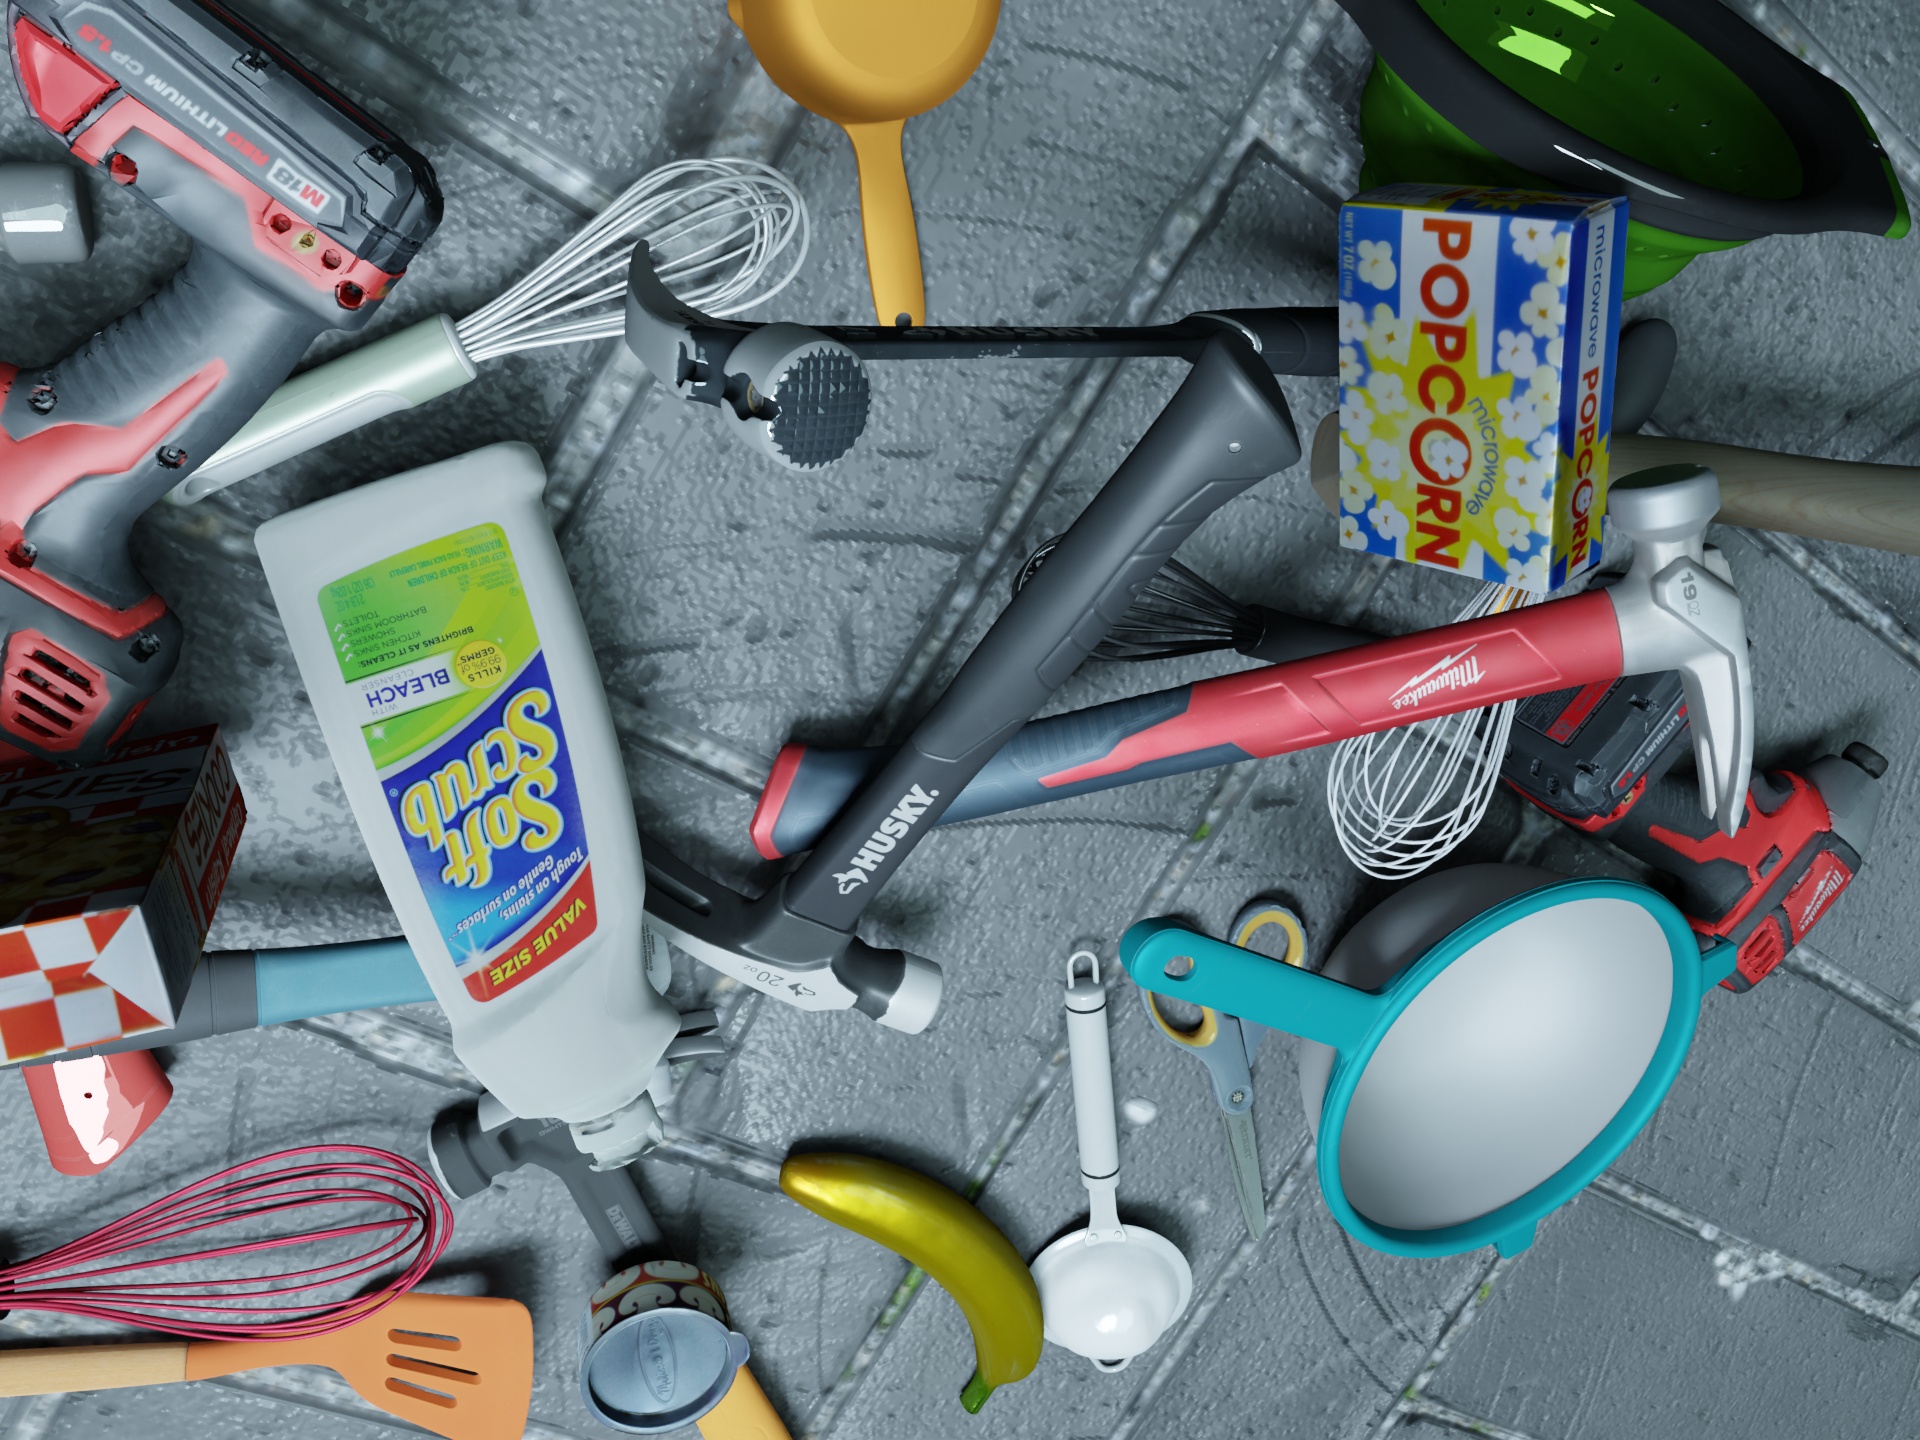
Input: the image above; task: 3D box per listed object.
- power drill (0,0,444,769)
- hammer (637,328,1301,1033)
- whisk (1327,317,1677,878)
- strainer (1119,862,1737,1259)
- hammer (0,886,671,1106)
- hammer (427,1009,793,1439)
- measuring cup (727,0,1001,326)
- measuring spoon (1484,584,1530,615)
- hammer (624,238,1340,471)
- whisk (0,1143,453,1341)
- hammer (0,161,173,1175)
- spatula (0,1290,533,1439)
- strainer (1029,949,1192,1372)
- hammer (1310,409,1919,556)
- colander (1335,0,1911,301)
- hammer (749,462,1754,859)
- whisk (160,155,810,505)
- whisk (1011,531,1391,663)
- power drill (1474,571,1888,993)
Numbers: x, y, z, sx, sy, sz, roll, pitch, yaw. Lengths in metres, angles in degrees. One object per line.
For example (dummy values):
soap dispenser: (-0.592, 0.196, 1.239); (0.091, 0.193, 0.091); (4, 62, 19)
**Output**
power drill: (-0.282, -0.115, 0.464); (0.187, 0.080, 0.226); (35, 98, -22)
hammer: (-0.001, -0.002, 0.555); (0.146, 0.035, 0.334); (24, 130, -19)
whisk: (0.244, -0.057, 0.695); (0.070, 0.070, 0.284); (35, 81, -27)
strainer: (0.188, 0.125, 0.729); (0.340, 0.095, 0.211); (22, 106, -31)
hammer: (-0.265, 0.098, 0.563); (0.331, 0.033, 0.128); (-3, 91, -29)
hammer: (-0.113, 0.288, 0.732); (0.127, 0.034, 0.336); (-23, 115, -8)
measuring cup: (-0.024, -0.214, 0.564); (0.095, 0.052, 0.173); (-13, 111, -14)
measuring spoon: (0.262, -0.059, 0.744); (0.021, 0.011, 0.117); (14, 104, -23)
hammer: (0.074, -0.136, 0.572); (0.408, 0.149, 0.036); (-9, 120, -35)
whisk: (-0.349, 0.217, 0.613); (0.295, 0.073, 0.073); (-6, 111, -10)
hammer: (-0.345, -0.002, 0.542); (0.149, 0.037, 0.359); (-8, 111, -16)
spatula: (-0.340, 0.266, 0.641); (0.322, 0.041, 0.081); (3, 109, -19)
strainer: (0.067, 0.227, 0.770); (0.087, 0.050, 0.258); (-7, 109, -1)
hammer: (0.336, -0.109, 0.685); (0.410, 0.038, 0.146); (1, 85, -20)
colander: (0.143, -0.242, 0.589); (0.397, 0.205, 0.094); (19, 138, -8)
hammer: (0.107, 0.014, 0.629); (0.386, 0.038, 0.143); (-13, 105, 8)
whisk: (-0.166, -0.132, 0.551); (0.246, 0.057, 0.059); (-25, 81, -4)
whisk: (0.125, -0.036, 0.688); (0.238, 0.055, 0.055); (12, 105, -27)
power drill: (0.367, 0.030, 0.781); (0.219, 0.079, 0.143); (37, 95, -29)
